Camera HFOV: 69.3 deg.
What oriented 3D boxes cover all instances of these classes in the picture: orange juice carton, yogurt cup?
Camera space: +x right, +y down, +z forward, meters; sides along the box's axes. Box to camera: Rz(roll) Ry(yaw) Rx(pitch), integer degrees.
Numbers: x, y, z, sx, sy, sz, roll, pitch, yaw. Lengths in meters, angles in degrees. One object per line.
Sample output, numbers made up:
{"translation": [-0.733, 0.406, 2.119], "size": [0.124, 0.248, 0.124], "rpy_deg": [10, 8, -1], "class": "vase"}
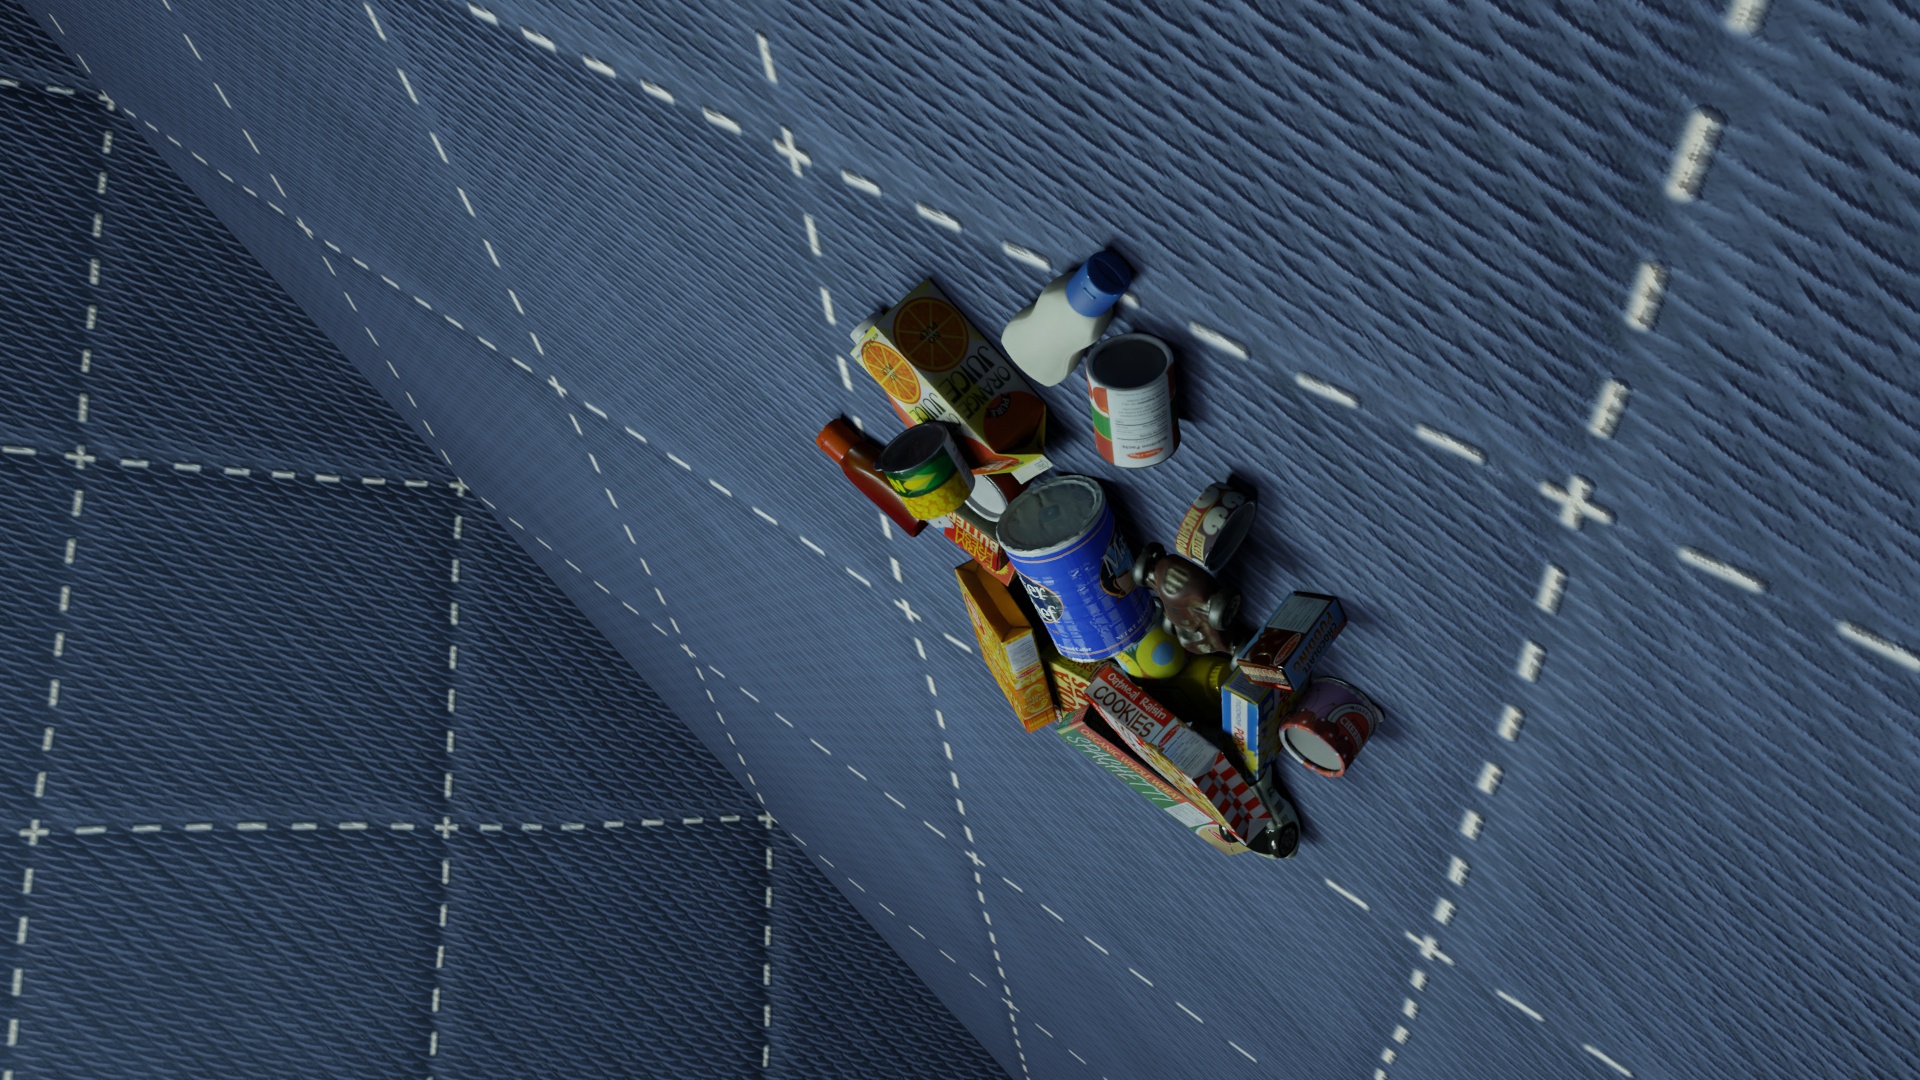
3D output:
{"translation": [0.002, -0.127, 1.217], "size": [0.192, 0.073, 0.071], "rpy_deg": [46, 155, -5], "class": "orange juice carton"}
{"translation": [0.033, -0.060, 1.297], "size": [0.072, 0.054, 0.072], "rpy_deg": [35, 154, 20], "class": "yogurt cup"}

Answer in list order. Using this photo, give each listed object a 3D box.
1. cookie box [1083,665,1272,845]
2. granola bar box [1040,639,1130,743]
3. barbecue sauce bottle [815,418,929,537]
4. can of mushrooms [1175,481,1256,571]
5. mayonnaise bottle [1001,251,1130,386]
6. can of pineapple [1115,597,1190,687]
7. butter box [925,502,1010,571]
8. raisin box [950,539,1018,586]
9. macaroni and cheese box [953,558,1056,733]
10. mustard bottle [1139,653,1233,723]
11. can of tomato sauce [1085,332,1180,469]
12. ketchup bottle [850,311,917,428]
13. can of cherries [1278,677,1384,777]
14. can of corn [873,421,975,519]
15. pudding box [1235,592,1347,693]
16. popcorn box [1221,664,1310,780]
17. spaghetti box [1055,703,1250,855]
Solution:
{"translation": [0.199, 0.197, 1.289], "size": [0.122, 0.040, 0.168], "rpy_deg": [49, 173, -37], "class": "cookie box"}
{"translation": [0.157, 0.186, 1.511], "size": [0.124, 0.039, 0.164], "rpy_deg": [26, 150, 34], "class": "granola bar box"}
{"translation": [-0.090, -0.069, 1.486], "size": [0.148, 0.044, 0.064], "rpy_deg": [42, 156, 8], "class": "barbecue sauce bottle"}
{"translation": [0.200, -0.010, 1.096], "size": [0.033, 0.071, 0.070], "rpy_deg": [34, 154, 25], "class": "can of mushrooms"}
{"translation": [0.083, -0.171, 1.062], "size": [0.065, 0.041, 0.147], "rpy_deg": [44, 155, -3], "class": "mayonnaise bottle"}
{"translation": [0.174, 0.097, 1.308], "size": [0.071, 0.071, 0.057], "rpy_deg": [2, 133, 56], "class": "can of pineapple"}
{"translation": [0.005, -0.017, 1.348], "size": [0.103, 0.024, 0.053], "rpy_deg": [36, 153, 18], "class": "butter box"}
{"translation": [0.037, -0.015, 1.381], "size": [0.086, 0.040, 0.123], "rpy_deg": [39, 156, 9], "class": "raisin box"}
{"translation": [0.051, 0.113, 1.506], "size": [0.124, 0.040, 0.165], "rpy_deg": [58, 170, 42], "class": "macaroni and cheese box"}
{"translation": [0.229, 0.137, 1.310], "size": [0.065, 0.049, 0.160], "rpy_deg": [47, 156, -9], "class": "mustard bottle"}
{"translation": [0.131, -0.107, 1.058], "size": [0.071, 0.071, 0.082], "rpy_deg": [28, 150, 32], "class": "can of tomato sauce"}
{"translation": [-0.041, -0.144, 1.282], "size": [0.064, 0.044, 0.149], "rpy_deg": [-39, 91, 32], "class": "ketchup bottle"}
{"translation": [0.319, 0.161, 1.197], "size": [0.071, 0.058, 0.071], "rpy_deg": [35, 154, 20], "class": "can of cherries"}
{"translation": [-0.030, -0.059, 1.199], "size": [0.071, 0.071, 0.058], "rpy_deg": [13, 143, 49], "class": "can of corn"}
{"translation": [0.267, 0.081, 1.120], "size": [0.049, 0.084, 0.030], "rpy_deg": [8, 137, 52], "class": "pudding box"}
{"translation": [0.267, 0.140, 1.212], "size": [0.038, 0.085, 0.126], "rpy_deg": [29, 151, 30], "class": "popcorn box"}
{"translation": [0.212, 0.255, 1.471], "size": [0.250, 0.029, 0.050], "rpy_deg": [37, 144, -14], "class": "spaghetti box"}
